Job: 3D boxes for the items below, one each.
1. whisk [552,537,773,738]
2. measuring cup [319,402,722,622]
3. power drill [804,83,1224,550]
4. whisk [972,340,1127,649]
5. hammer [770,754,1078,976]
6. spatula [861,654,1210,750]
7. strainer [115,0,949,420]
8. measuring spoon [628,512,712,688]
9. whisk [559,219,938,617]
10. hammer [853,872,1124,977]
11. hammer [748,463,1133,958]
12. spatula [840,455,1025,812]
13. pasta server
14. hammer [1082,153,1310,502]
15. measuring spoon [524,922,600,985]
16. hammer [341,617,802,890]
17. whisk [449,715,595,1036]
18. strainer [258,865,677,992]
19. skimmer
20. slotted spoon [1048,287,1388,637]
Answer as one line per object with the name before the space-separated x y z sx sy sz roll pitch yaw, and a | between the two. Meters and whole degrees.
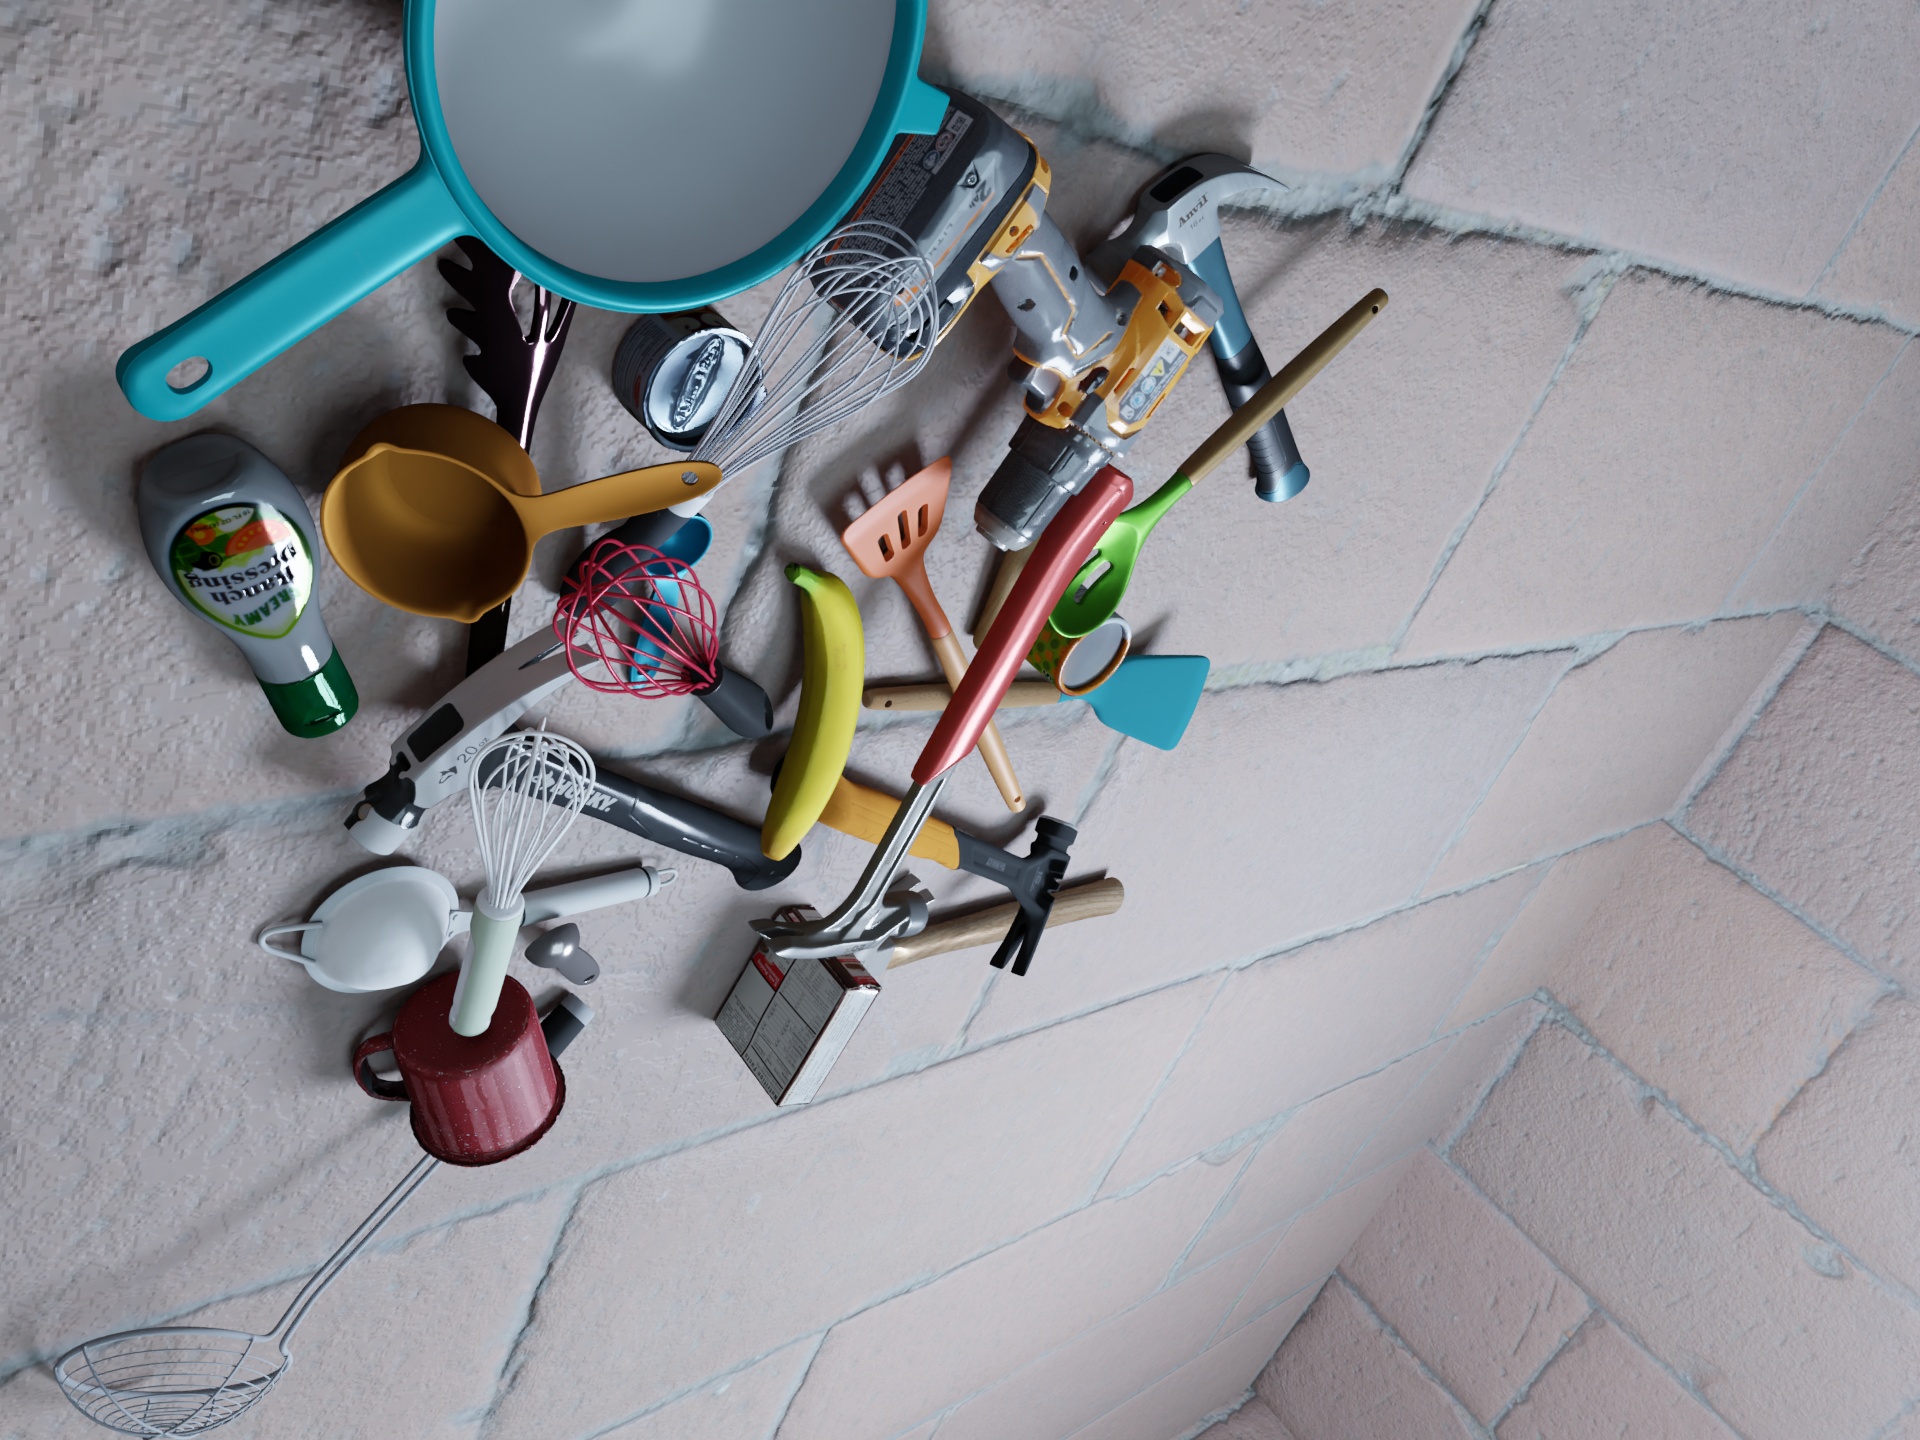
whisk | -0.139 -0.029 0.825 0.073 0.073 0.295 -44 167 -3
measuring cup | -0.186 -0.102 0.688 0.173 0.052 0.095 -11 132 5
power drill | 0.023 -0.198 0.837 0.226 0.084 0.185 24 107 -48
whisk | 0.058 -0.140 0.999 0.047 0.051 0.244 -20 142 -43
hammer | -0.024 0.092 1.135 0.336 0.034 0.127 29 79 -52
spatula | 0.057 -0.015 1.130 0.317 0.044 0.082 -3 121 -45
strainer | -0.172 -0.232 0.593 0.340 0.095 0.210 -38 144 -9
measuring spoon | -0.165 -0.067 0.855 0.042 0.021 0.128 -17 146 -37
whisk | -0.110 -0.126 0.737 0.070 0.070 0.284 0 152 -48
hammer | 0.022 0.167 1.300 0.331 0.031 0.130 -7 131 -45
hammer | -0.002 -0.003 0.986 0.149 0.037 0.359 3 122 -54
spatula | -0.001 -0.037 1.020 0.081 0.041 0.322 -38 137 -13
pasta server | -0.219 -0.097 0.751 0.060 0.040 0.316 -16 141 -38
hammer | 0.179 -0.238 1.038 0.128 0.033 0.330 -44 148 -1
measuring spoon | -0.236 0.151 0.974 0.034 0.018 0.124 -33 162 -11
hammer | -0.184 0.046 0.913 0.146 0.035 0.334 -45 152 7
whisk | -0.238 0.089 0.824 0.059 0.058 0.246 8 133 -21
strainer | -0.265 0.112 0.913 0.258 0.050 0.086 -10 129 -47
skimmer | -0.383 0.296 0.988 0.363 0.090 0.127 -47 146 -17
slotted spoon | 0.165 -0.174 1.038 0.314 0.031 0.070 -43 128 -4
